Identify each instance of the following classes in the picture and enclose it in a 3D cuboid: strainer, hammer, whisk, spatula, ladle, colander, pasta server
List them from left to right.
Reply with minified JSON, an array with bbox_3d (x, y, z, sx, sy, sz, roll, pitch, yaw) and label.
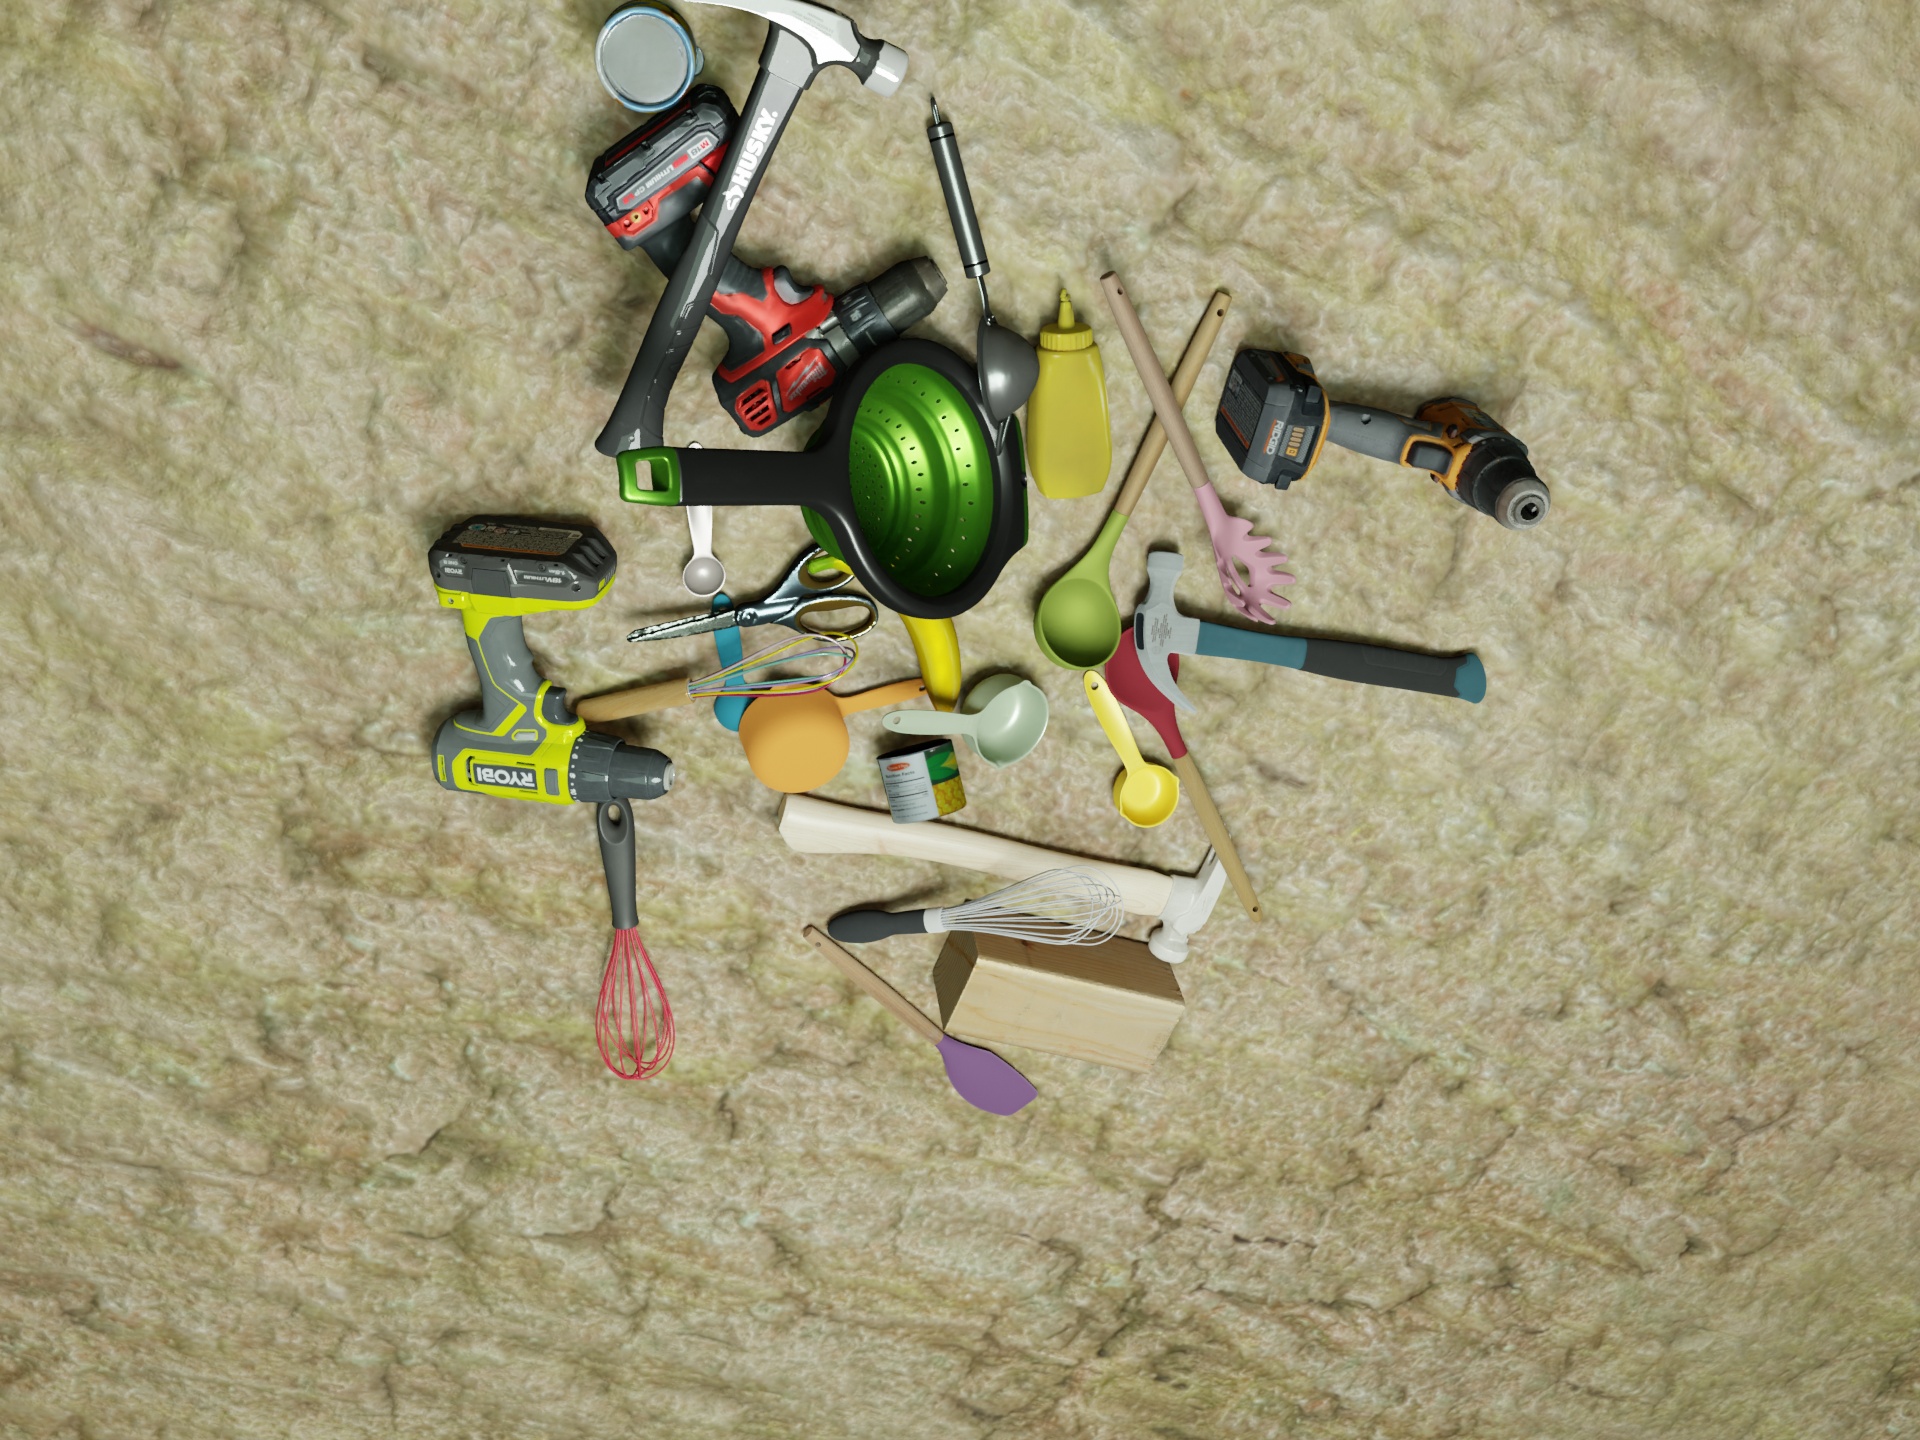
[{"bbox_3d":[-0.296,0.196,1.408,0.073,0.073,0.295,-3,113,-7],"label":"whisk"},{"bbox_3d":[-0.172,-0.321,1.062,0.146,0.035,0.334,19,118,-24],"label":"hammer"},{"bbox_3d":[-0.197,-0.031,1.289,0.245,0.051,0.047,-11,82,12],"label":"whisk"},{"bbox_3d":[-0.105,-0.167,1.125,0.397,0.094,0.204,-9,96,-50],"label":"colander"},{"bbox_3d":[-0.040,0.291,1.518,0.060,0.018,0.315,-38,118,14],"label":"spatula"},{"bbox_3d":[0.008,0.173,1.395,0.284,0.070,0.070,-9,123,24],"label":"whisk"},{"bbox_3d":[0.016,-0.322,1.160,0.050,0.087,0.258,-10,111,19],"label":"strainer"},{"bbox_3d":[0.041,0.115,1.423,0.410,0.038,0.146,13,115,-15],"label":"hammer"},{"bbox_3d":[0.143,-0.185,1.261,0.078,0.062,0.320,15,113,-23],"label":"ladle"},{"bbox_3d":[0.204,0.051,1.392,0.069,0.031,0.315,-29,111,-5],"label":"ladle"},{"bbox_3d":[0.181,-0.206,1.229,0.060,0.040,0.316,-44,123,-21],"label":"pasta server"},{"bbox_3d":[0.302,-0.057,1.354,0.331,0.033,0.128,8,95,-17],"label":"hammer"}]

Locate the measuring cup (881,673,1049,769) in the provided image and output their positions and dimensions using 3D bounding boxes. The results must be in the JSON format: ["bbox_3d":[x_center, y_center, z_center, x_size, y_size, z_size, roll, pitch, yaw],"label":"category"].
[{"bbox_3d":[-0.002,-0.004,1.317,0.167,0.038,0.083,2,113,-36],"label":"measuring cup"}]

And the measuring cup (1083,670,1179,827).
[{"bbox_3d":[0.141,0.022,1.396,0.062,0.029,0.156,-30,107,-9],"label":"measuring cup"}]

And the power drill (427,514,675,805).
[{"bbox_3d":[-0.321,-0.035,1.244,0.190,0.080,0.228,6,119,6],"label":"power drill"}]

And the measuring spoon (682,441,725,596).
[{"bbox_3d":[-0.205,-0.158,1.249,0.034,0.018,0.124,-7,113,-17],"label":"measuring spoon"}]

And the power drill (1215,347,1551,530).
[{"bbox_3d":[0.324,-0.206,1.204,0.226,0.185,0.084,9,118,-10],"label":"power drill"}]

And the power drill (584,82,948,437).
[{"bbox_3d":[-0.135,-0.332,1.127,0.188,0.080,0.226,-31,121,9],"label":"power drill"}]

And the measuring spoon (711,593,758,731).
[{"bbox_3d":[-0.188,-0.043,1.307,0.042,0.021,0.128,-8,121,-4],"label":"measuring spoon"}]

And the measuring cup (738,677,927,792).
[{"bbox_3d":[-0.096,0.007,1.324,0.173,0.052,0.095,-16,135,-6],"label":"measuring cup"}]
